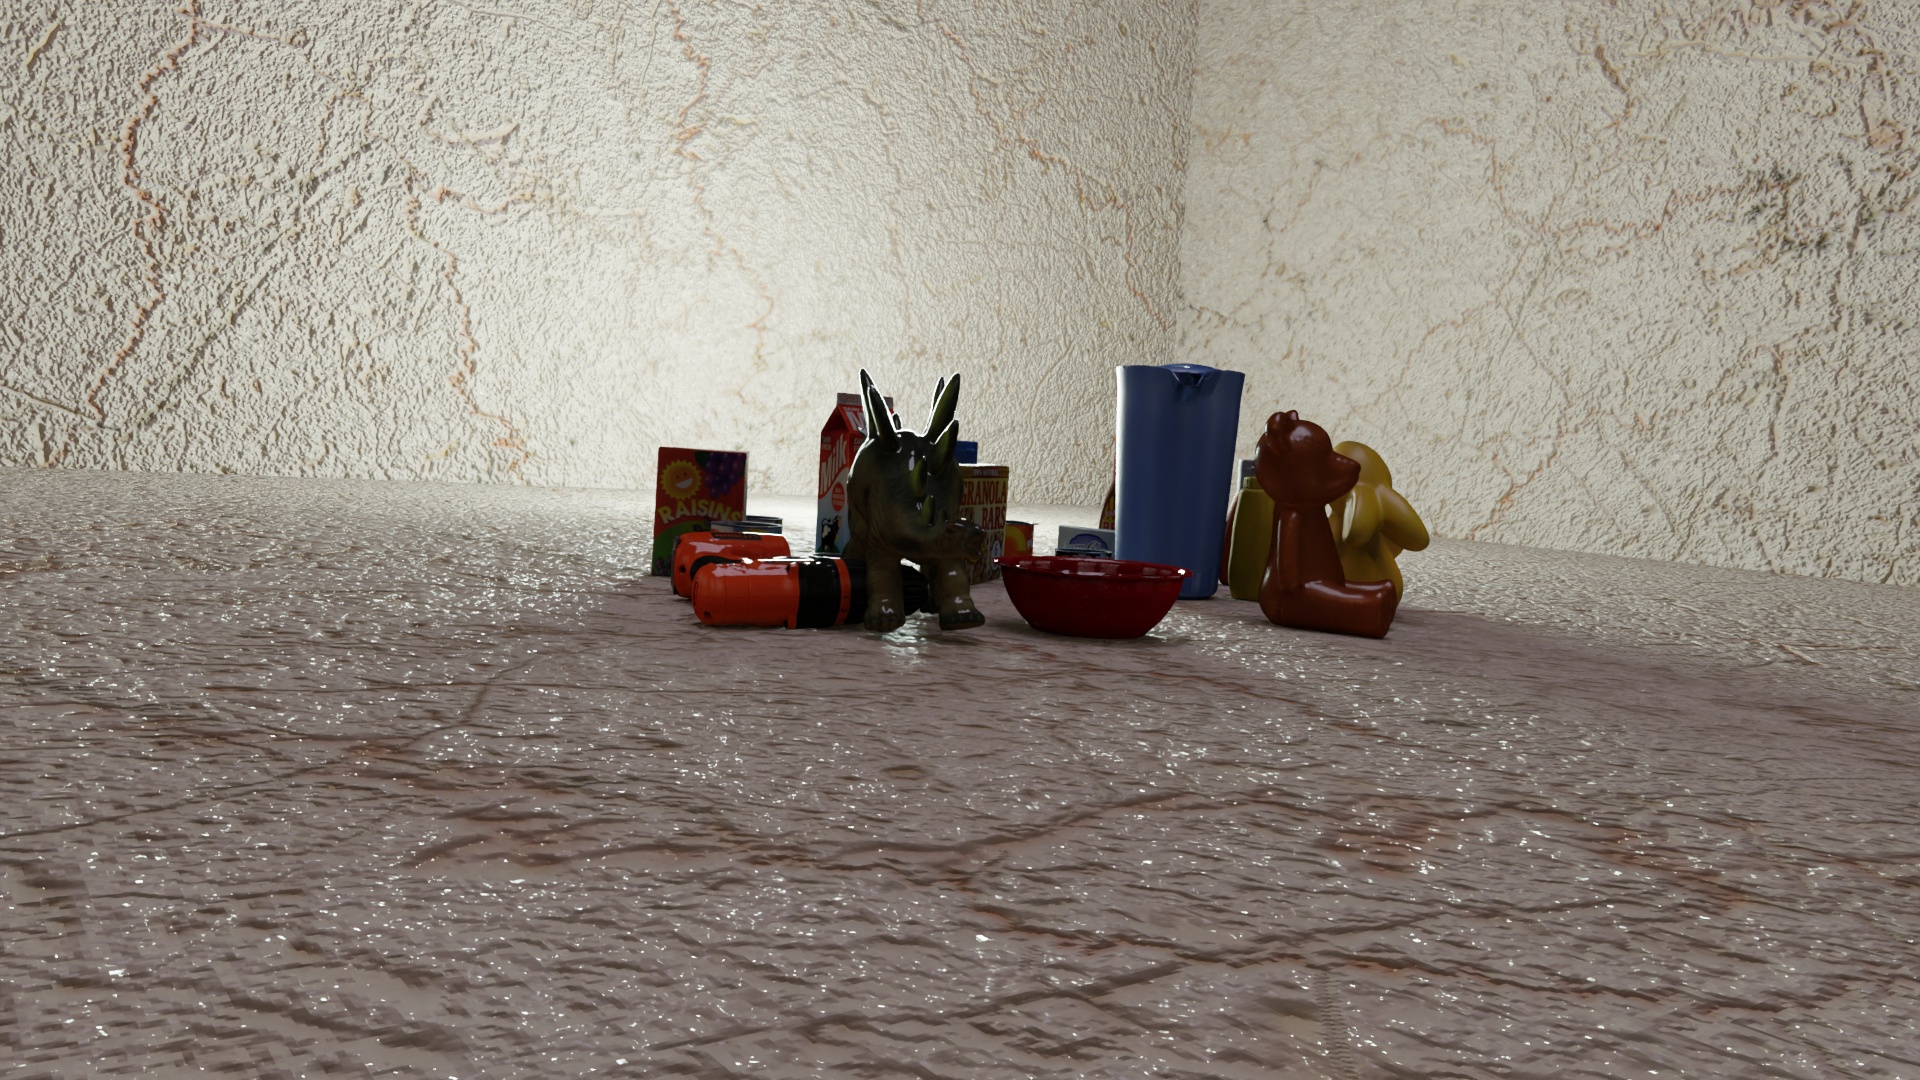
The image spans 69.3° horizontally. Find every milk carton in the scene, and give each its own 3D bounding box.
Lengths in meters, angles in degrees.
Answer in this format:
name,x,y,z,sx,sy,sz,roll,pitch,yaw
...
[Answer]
name,x,y,z,sx,sy,sz,roll,pitch,yaw
milk carton,-0.107,-0.063,1.503,0.072,0.190,0.073,2,4,-32

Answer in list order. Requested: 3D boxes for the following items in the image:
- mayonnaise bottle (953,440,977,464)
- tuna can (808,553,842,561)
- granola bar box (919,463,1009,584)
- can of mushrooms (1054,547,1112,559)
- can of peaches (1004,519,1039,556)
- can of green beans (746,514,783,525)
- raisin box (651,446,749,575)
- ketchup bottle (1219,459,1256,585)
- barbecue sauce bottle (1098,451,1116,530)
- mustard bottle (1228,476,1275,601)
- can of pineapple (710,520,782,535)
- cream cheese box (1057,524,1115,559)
name,x,y,z,sx,sy,sz,roll,pitch,yaw
mayonnaise bottle,-0.003,-0.038,1.558,0.065,0.148,0.041,2,4,-34
tuna can,-0.107,0.031,1.291,0.071,0.033,0.071,4,4,0
granola bar box,0.005,-0.018,1.445,0.039,0.124,0.166,5,4,19
can of mushrooms,0.137,0.027,1.581,0.071,0.033,0.071,4,4,0
can of peaches,0.055,0.006,1.623,0.071,0.058,0.071,4,4,0
can of green beans,-0.212,0.004,1.391,0.071,0.057,0.071,4,4,0
raisin box,-0.248,-0.027,1.330,0.086,0.123,0.040,4,3,-5
ketchup bottle,0.338,-0.020,1.622,0.065,0.148,0.043,4,3,4
barbecue sauce bottle,0.205,-0.037,1.736,0.065,0.148,0.044,6,4,32
mustard bottle,0.317,-0.017,1.469,0.049,0.160,0.065,6,4,36
can of pineapple,-0.197,0.013,1.282,0.071,0.058,0.071,4,4,0
cream cheese box,0.161,0.012,1.683,0.024,0.053,0.104,1,5,-44
